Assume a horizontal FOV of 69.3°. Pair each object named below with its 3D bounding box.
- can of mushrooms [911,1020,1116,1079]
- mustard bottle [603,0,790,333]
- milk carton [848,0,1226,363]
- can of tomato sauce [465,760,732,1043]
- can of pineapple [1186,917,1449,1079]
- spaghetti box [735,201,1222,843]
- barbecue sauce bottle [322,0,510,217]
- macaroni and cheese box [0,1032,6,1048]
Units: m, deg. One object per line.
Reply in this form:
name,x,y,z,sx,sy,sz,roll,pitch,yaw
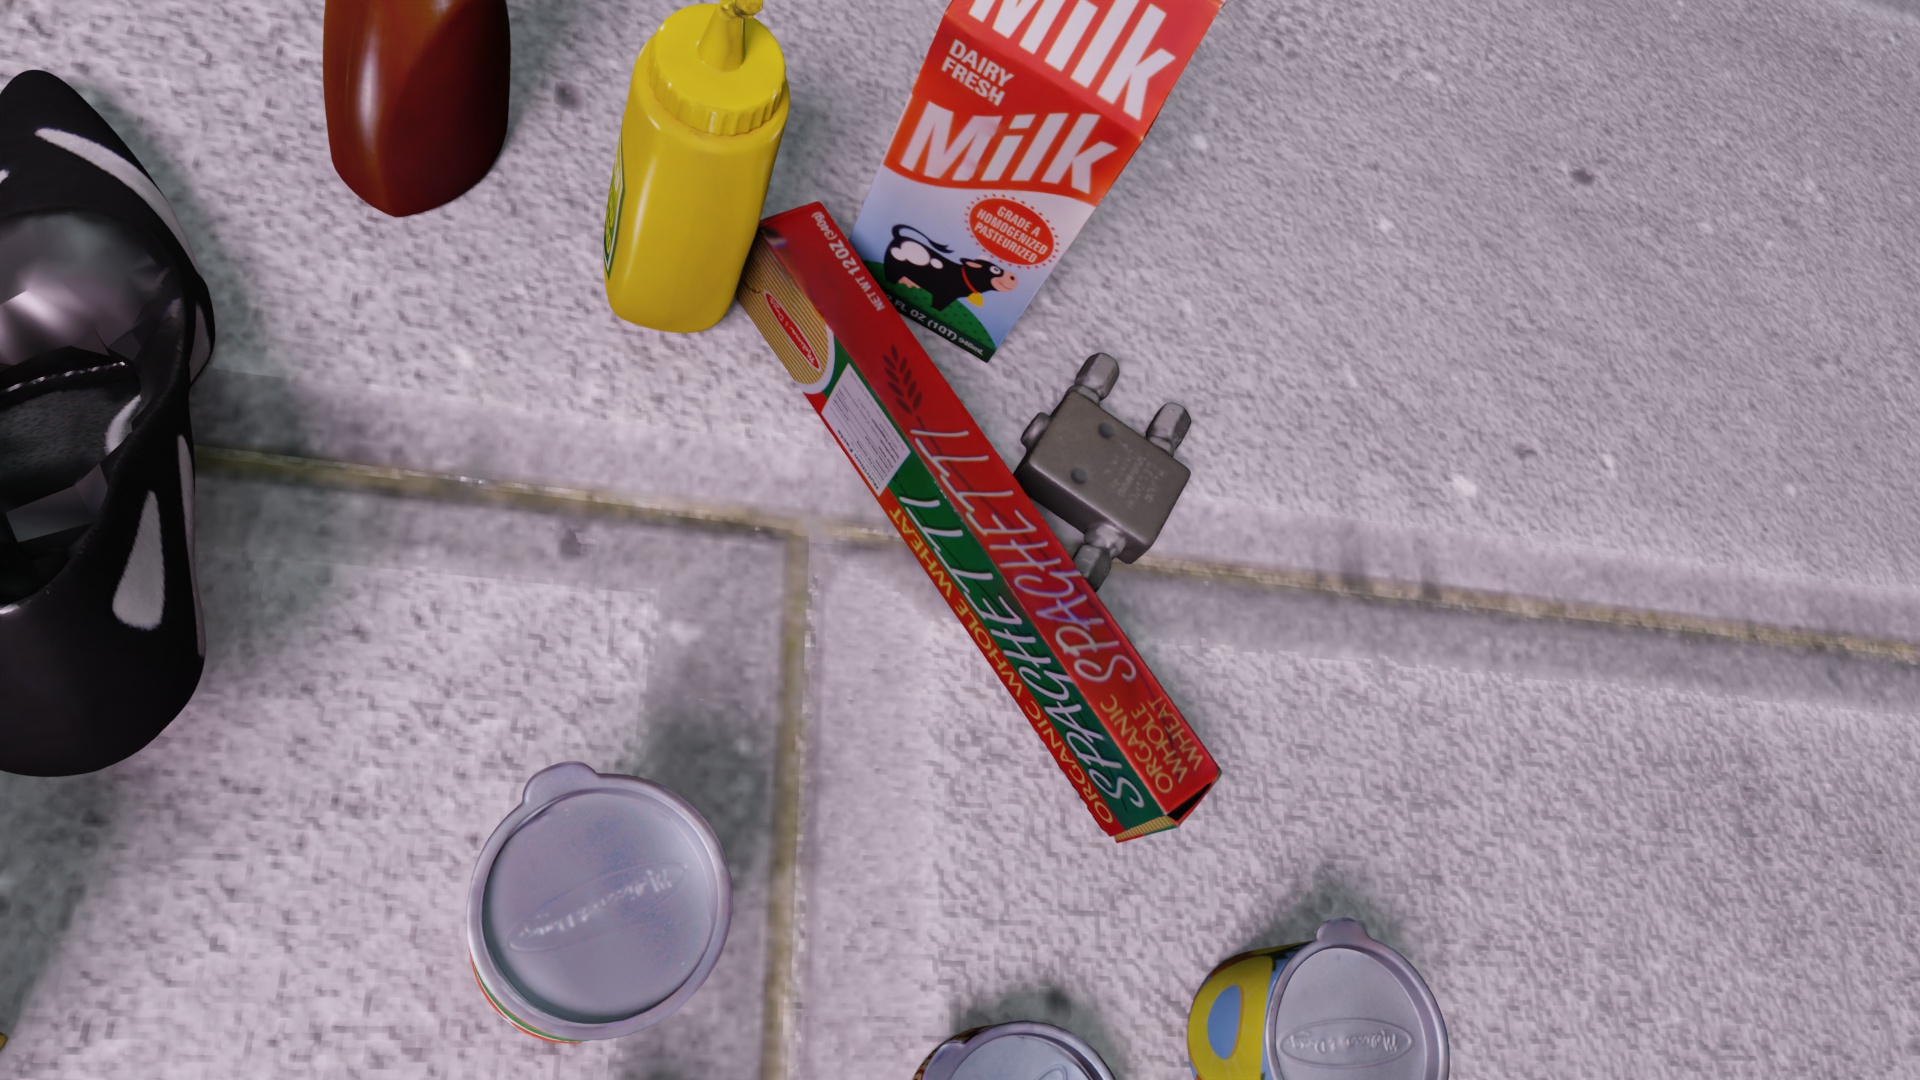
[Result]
can of mushrooms,0.014,0.183,0.430,0.071,0.033,0.071,7,67,-17
mustard bottle,-0.085,-0.125,0.446,0.049,0.159,0.065,6,68,-17
milk carton,0.023,-0.147,0.476,0.072,0.189,0.074,30,63,-6
can of tomato sauce,-0.105,0.105,0.391,0.071,0.082,0.071,7,68,-17
can of pineapple,0.117,0.165,0.460,0.071,0.057,0.071,7,67,-17
spaghetti box,0.002,-0.006,0.492,0.029,0.050,0.250,-31,82,-27
barbecue sauce bottle,-0.171,-0.165,0.438,0.043,0.148,0.065,40,62,-1
macaroni and cheese box,-0.289,0.095,0.282,0.124,0.165,0.040,25,64,-9
